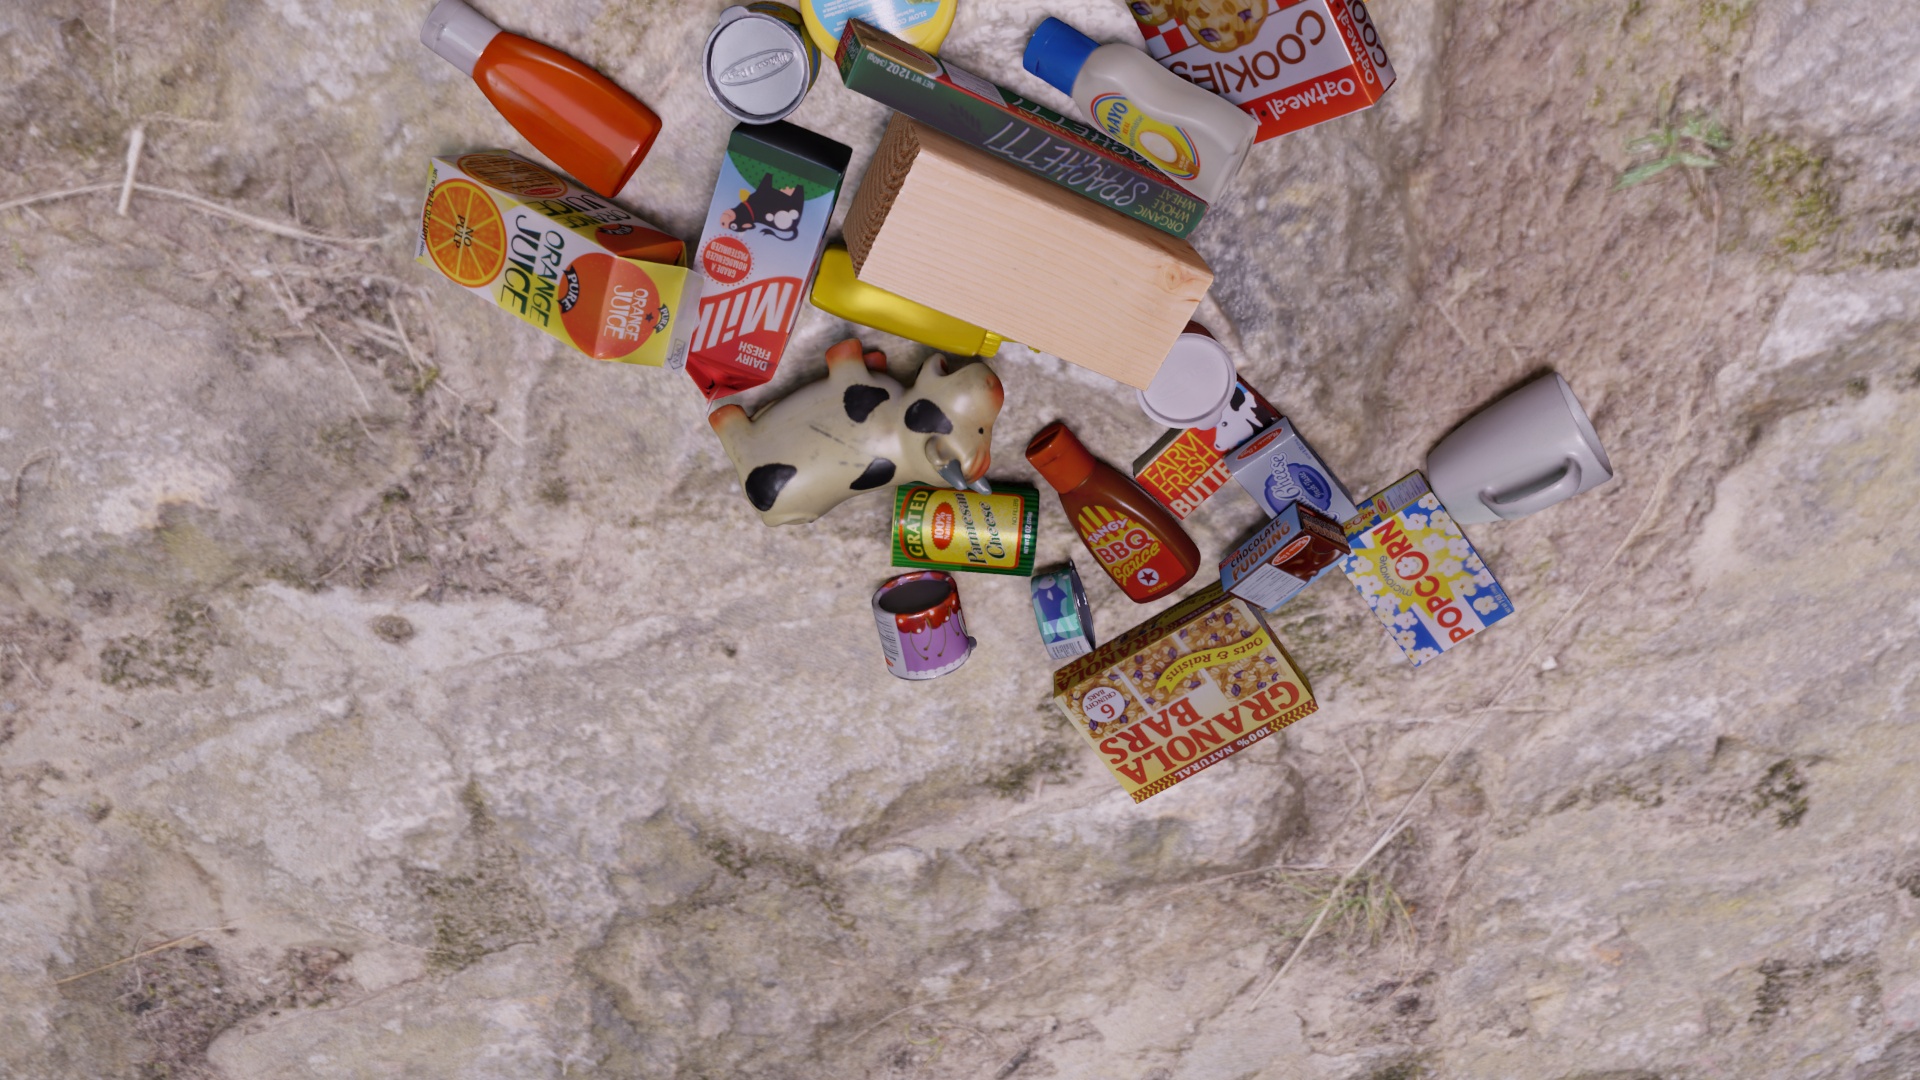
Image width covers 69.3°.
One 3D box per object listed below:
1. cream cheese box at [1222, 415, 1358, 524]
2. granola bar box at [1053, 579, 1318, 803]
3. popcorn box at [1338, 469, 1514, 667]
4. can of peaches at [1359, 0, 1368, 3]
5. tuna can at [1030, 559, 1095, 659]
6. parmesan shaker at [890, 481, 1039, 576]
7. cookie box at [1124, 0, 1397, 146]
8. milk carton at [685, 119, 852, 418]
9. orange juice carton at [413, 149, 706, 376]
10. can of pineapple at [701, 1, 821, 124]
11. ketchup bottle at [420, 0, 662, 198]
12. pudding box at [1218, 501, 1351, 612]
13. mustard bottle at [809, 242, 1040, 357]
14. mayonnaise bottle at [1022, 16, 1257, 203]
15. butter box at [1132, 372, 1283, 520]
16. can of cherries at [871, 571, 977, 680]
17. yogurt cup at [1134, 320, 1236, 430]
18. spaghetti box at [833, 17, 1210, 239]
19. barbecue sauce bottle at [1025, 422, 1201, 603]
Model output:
[{"bbox_3d":[0.235,-0.040,0.986,0.053,0.024,0.103,-34,130,19],"label":"cream cheese box"},{"bbox_3d":[0.174,0.117,1.080,0.165,0.039,0.124,-31,111,17],"label":"granola bar box"},{"bbox_3d":[0.337,0.023,1.023,0.085,0.038,0.126,-34,111,19],"label":"popcorn box"},{"bbox_3d":[0.222,-0.348,0.818,0.071,0.071,0.058,-28,114,16],"label":"can of peaches"},{"bbox_3d":[0.076,0.052,1.036,0.033,0.071,0.070,-15,116,11],"label":"tuna can"},{"bbox_3d":[0.004,-0.013,1.005,0.103,0.071,0.071,4,118,0],"label":"parmesan shaker"},{"bbox_3d":[0.165,-0.318,0.815,0.123,0.040,0.167,-5,126,50],"label":"cookie box"},{"bbox_3d":[-0.138,-0.176,0.921,0.073,0.073,0.189,19,117,-7],"label":"milk carton"},{"bbox_3d":[-0.247,-0.177,0.887,0.193,0.073,0.071,29,118,14],"label":"orange juice carton"},{"bbox_3d":[-0.122,-0.299,0.863,0.071,0.058,0.070,1,118,2],"label":"can of pineapple"},{"bbox_3d":[-0.268,-0.286,0.885,0.149,0.044,0.064,34,114,-14],"label":"ketchup bottle"},{"bbox_3d":[0.232,0.014,0.998,0.049,0.030,0.083,24,132,-26],"label":"pudding box"},{"bbox_3d":[-0.020,-0.156,0.933,0.160,0.065,0.048,16,100,-11],"label":"mustard bottle"},{"bbox_3d":[0.108,-0.268,0.853,0.148,0.064,0.041,34,71,9],"label":"mayonnaise bottle"},{"bbox_3d":[0.176,-0.067,0.991,0.053,0.024,0.103,39,113,-16],"label":"butter box"},{"bbox_3d":[-0.027,0.063,1.047,0.071,0.072,0.058,-9,116,7],"label":"can of cherries"},{"bbox_3d":[0.151,-0.117,0.949,0.072,0.054,0.072,1,118,2],"label":"yogurt cup"},{"bbox_3d":[0.042,-0.248,0.849,0.250,0.050,0.028,17,122,-26],"label":"spaghetti box"},{"bbox_3d":[0.107,-0.021,1.006,0.064,0.044,0.148,-30,113,34],"label":"barbecue sauce bottle"}]
